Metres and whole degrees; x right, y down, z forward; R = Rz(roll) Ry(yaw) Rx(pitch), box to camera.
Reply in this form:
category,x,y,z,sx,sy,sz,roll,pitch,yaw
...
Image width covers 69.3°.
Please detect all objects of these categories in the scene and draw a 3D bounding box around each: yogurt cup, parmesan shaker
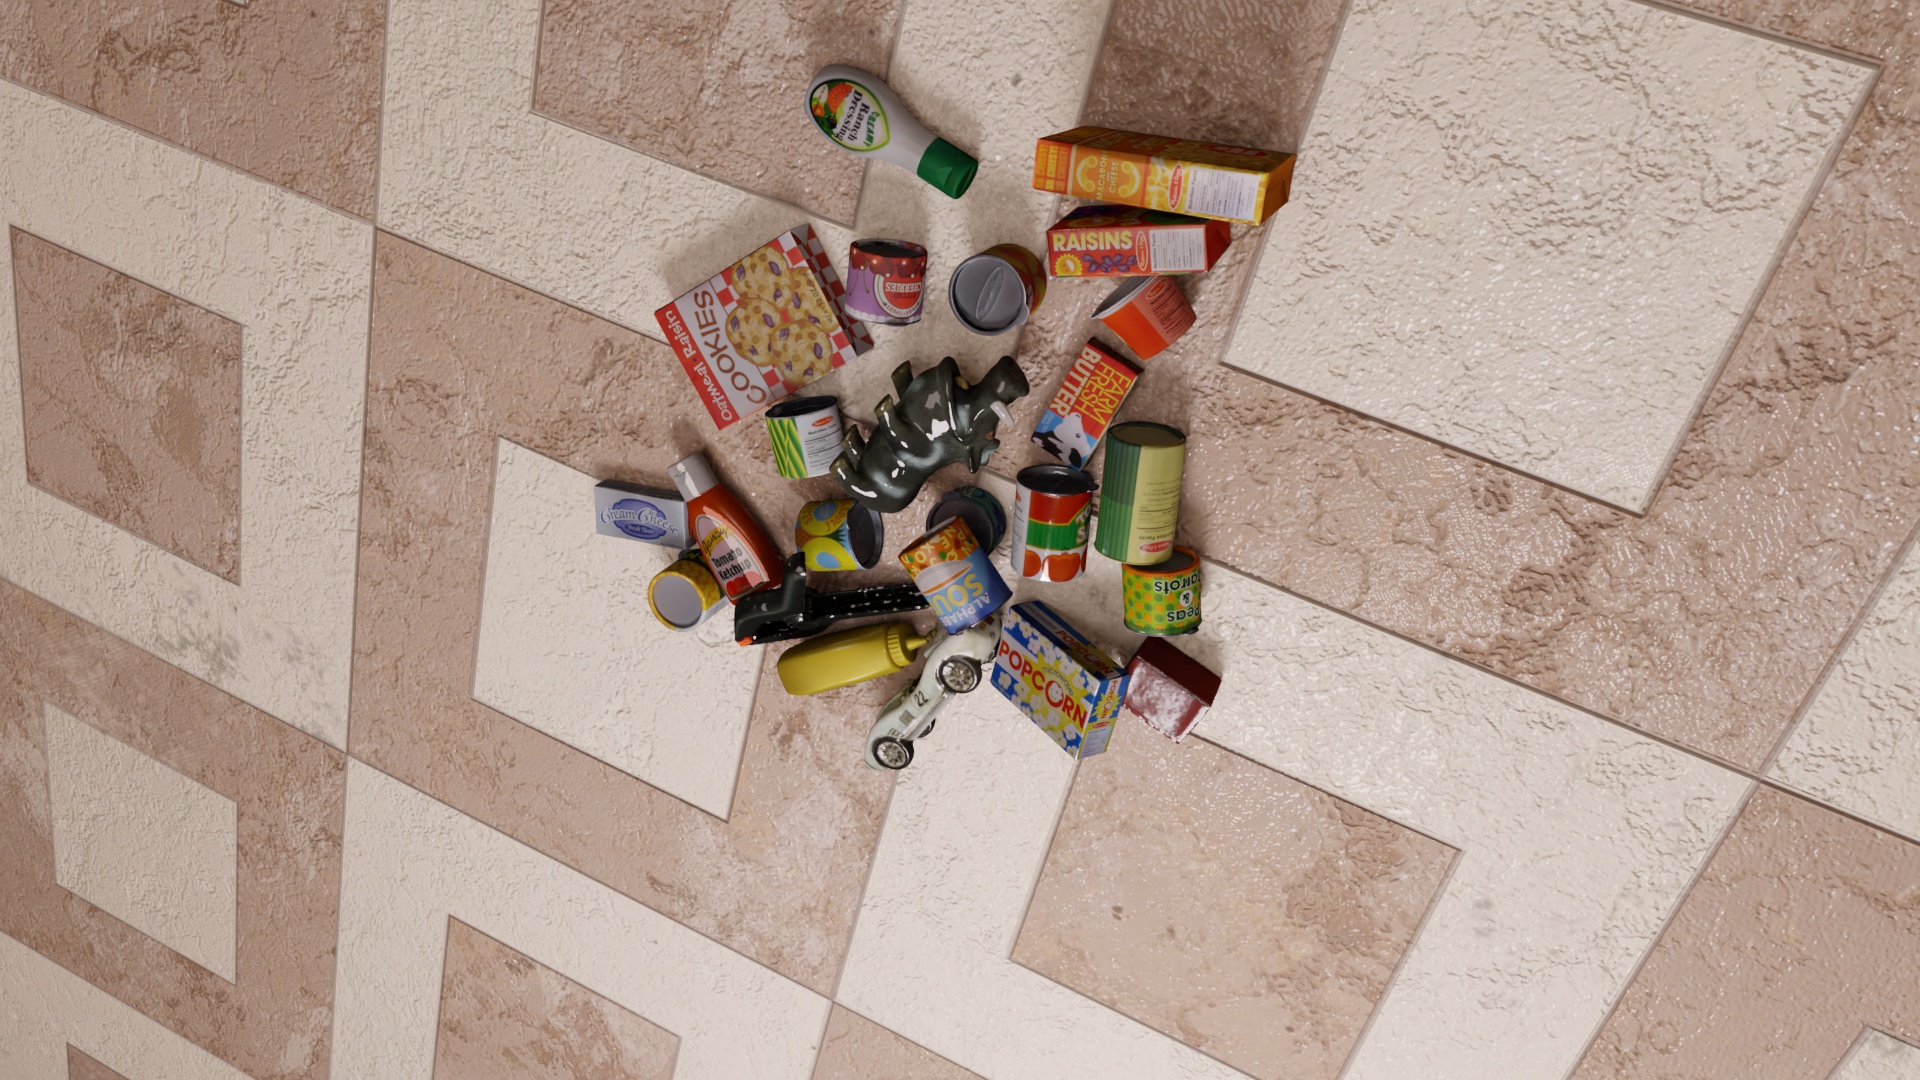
category,x,y,z,sx,sy,sz,roll,pitch,yaw
yogurt cup,0.148,-0.179,1.091,0.072,0.073,0.054,-34,103,30
parmesan shaker,0.150,-0.041,1.146,0.071,0.071,0.102,12,114,18

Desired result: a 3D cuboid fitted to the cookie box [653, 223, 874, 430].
category,x,y,z,sx,sy,sz,roll,pitch,yaw
cookie box,-0.177,-0.187,1.236,0.167,0.040,0.122,-23,101,29

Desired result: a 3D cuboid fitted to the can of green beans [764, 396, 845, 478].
category,x,y,z,sx,sy,sz,roll,pitch,yaw
can of green beans,-0.137,-0.092,1.243,0.071,0.071,0.057,-2,111,23

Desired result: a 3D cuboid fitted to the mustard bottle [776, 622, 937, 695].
category,x,y,z,sx,sy,sz,roll,pitch,yaw
mustard bottle,-0.093,0.107,1.309,0.160,0.065,0.048,-14,101,23

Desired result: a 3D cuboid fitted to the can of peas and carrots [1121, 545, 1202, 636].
category,x,y,z,sx,sy,sz,roll,pitch,yaw
can of peas and carrots,0.170,0.042,1.167,0.071,0.071,0.058,3,111,22

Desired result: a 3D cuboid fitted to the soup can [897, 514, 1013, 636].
category,x,y,z,sx,sy,sz,roll,pitch,yaw
soup can,-0.006,0.031,1.195,0.071,0.072,0.083,-31,97,30

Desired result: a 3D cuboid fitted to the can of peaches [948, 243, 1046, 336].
category,x,y,z,sx,sy,sz,roll,pitch,yaw
can of peaches,0.033,-0.204,1.131,0.071,0.058,0.071,8,113,19

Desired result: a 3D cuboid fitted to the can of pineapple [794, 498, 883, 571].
category,x,y,z,sx,sy,sz,roll,pitch,yaw
can of pineapple,-0.111,-0.006,1.266,0.058,0.071,0.070,-3,109,24

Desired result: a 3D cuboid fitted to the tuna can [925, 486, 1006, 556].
category,x,y,z,sx,sy,sz,roll,pitch,yaw
tuna can,0.004,-0.015,1.234,0.071,0.033,0.070,8,114,19

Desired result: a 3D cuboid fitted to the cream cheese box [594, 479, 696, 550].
category,x,y,z,sx,sy,sz,roll,pitch,yaw
cream cheese box,-0.310,-0.026,1.367,0.104,0.024,0.053,9,113,19

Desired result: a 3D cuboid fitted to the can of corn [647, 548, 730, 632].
category,x,y,z,sx,sy,sz,roll,pitch,yaw
can of corn,-0.265,0.047,1.357,0.071,0.058,0.071,8,114,19

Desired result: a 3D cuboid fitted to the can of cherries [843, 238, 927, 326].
category,x,y,z,sx,sy,sz,roll,pitch,yaw
can of cherries,-0.061,-0.216,1.159,0.071,0.072,0.058,15,115,16

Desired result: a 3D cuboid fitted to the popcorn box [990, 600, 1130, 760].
category,x,y,z,sx,sy,sz,roll,pitch,yaw
popcorn box,0.085,0.121,1.220,0.127,0.038,0.084,39,125,40

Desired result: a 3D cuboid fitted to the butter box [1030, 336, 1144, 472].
category,x,y,z,sx,sy,sz,roll,pitch,yaw
butter box,0.105,-0.113,1.157,0.053,0.024,0.103,33,120,7

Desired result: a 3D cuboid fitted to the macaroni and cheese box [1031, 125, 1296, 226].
category,x,y,z,sx,sy,sz,roll,pitch,yaw
macaroni and cheese box,0.151,-0.269,1.017,0.166,0.124,0.040,13,114,18

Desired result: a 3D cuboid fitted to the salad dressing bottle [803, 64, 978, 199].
category,x,y,z,sx,sy,sz,roll,pitch,yaw
salad dressing bottle,-0.055,-0.329,1.125,0.148,0.044,0.064,33,121,7

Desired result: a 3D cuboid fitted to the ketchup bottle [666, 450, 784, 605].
category,x,y,z,sx,sy,sz,roll,pitch,yaw
ketchup bottle,-0.227,-0.014,1.326,0.064,0.044,0.148,-25,99,30

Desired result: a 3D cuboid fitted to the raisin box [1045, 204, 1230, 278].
category,x,y,z,sx,sy,sz,roll,pitch,yaw
raisin box,0.137,-0.230,1.060,0.123,0.086,0.040,3,117,22

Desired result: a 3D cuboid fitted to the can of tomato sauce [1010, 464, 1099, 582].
category,x,y,z,sx,sy,sz,roll,pitch,yaw
can of tomato sauce,0.080,-0.014,1.184,0.071,0.071,0.082,12,116,18
